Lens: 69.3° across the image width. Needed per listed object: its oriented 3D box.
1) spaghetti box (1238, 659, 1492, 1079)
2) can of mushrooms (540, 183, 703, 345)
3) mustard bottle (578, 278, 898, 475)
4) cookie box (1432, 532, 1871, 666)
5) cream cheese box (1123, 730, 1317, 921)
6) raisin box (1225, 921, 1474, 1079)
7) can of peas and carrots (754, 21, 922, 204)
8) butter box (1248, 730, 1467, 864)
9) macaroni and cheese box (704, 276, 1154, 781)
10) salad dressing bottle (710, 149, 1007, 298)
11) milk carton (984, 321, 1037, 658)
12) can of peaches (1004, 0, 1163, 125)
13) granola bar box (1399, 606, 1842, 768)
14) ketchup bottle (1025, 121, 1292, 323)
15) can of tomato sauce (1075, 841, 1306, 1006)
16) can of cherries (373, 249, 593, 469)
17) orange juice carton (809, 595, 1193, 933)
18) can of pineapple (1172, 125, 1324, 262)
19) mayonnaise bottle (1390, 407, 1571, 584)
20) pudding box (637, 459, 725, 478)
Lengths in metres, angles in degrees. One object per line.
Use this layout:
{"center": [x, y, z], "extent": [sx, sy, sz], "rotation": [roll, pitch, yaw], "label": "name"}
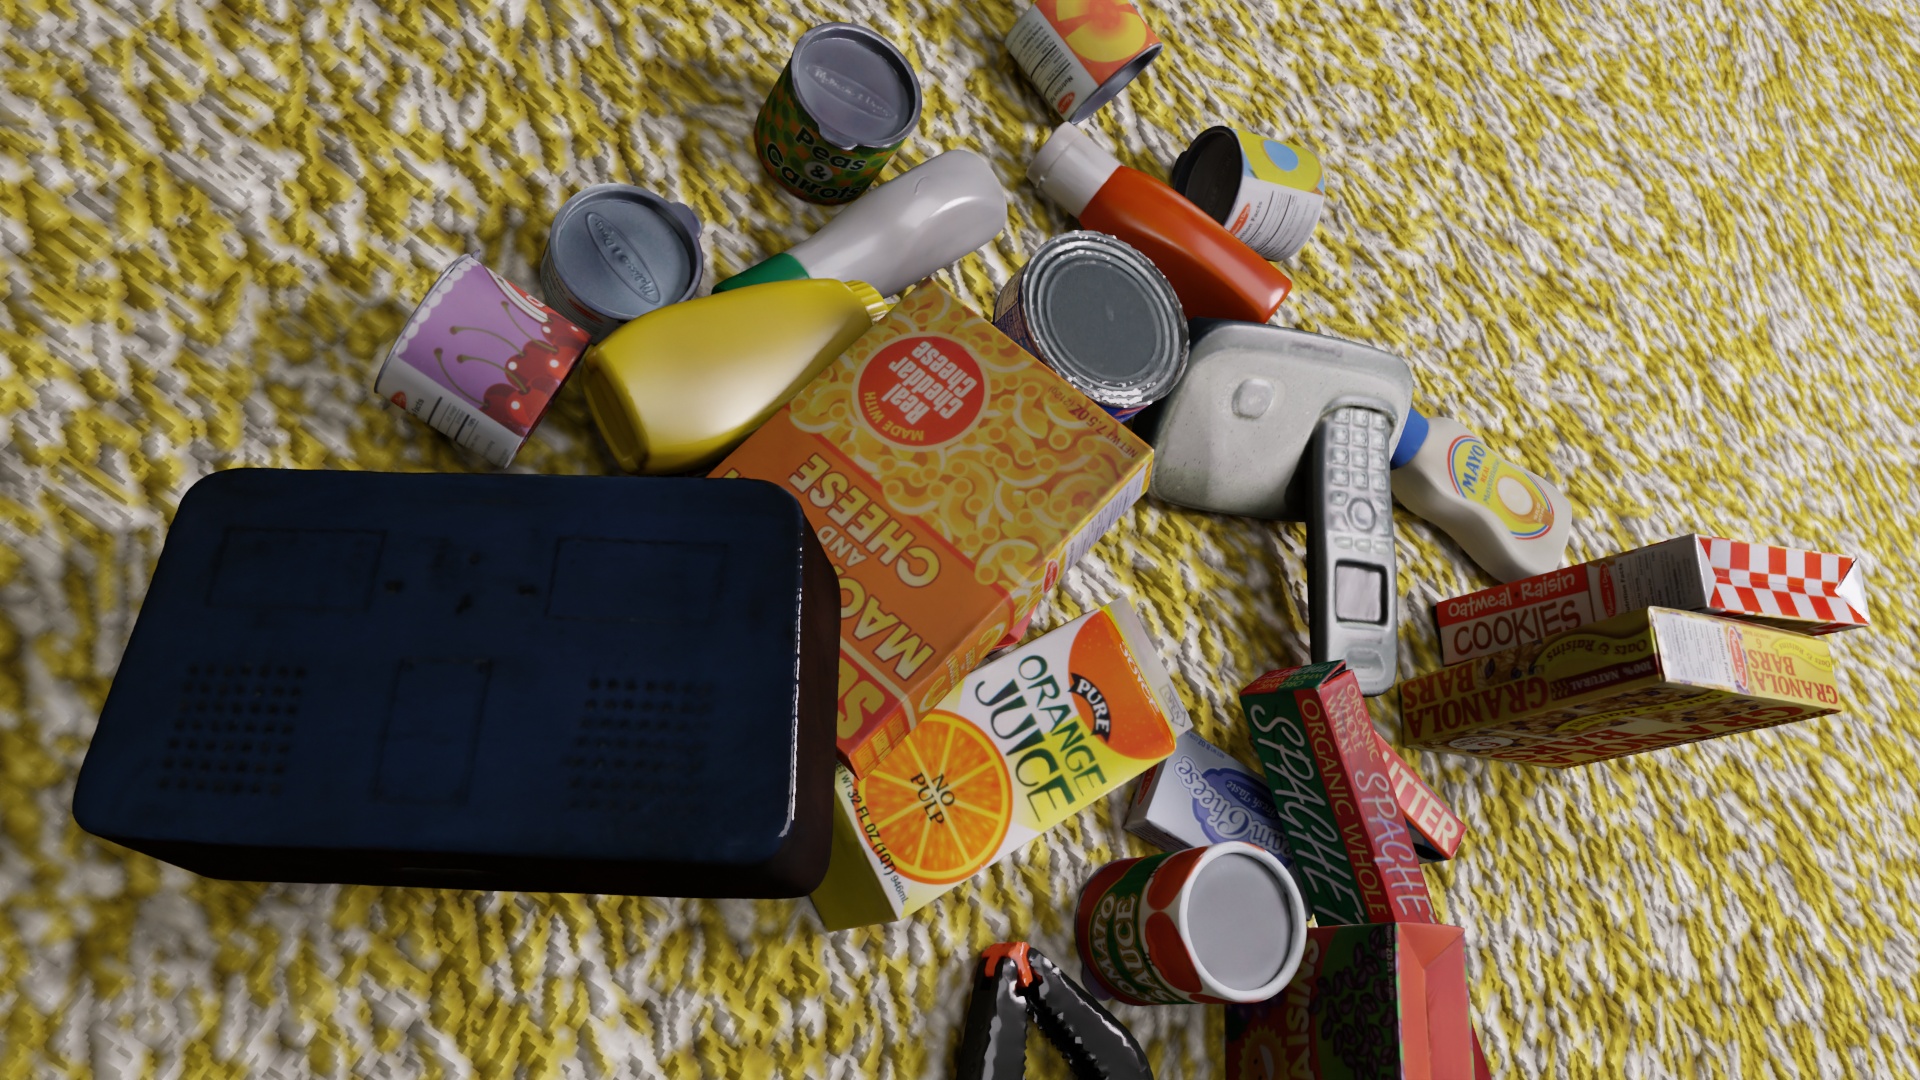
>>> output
{"center": [0.194, 0.178, 0.648], "extent": [0.029, 0.050, 0.249], "rotation": [-22, 94, -38], "label": "spaghetti box"}
{"center": [-0.148, -0.121, 0.612], "extent": [0.071, 0.033, 0.071], "rotation": [9, 69, -24], "label": "can of mushrooms"}
{"center": [-0.078, -0.078, 0.588], "extent": [0.161, 0.048, 0.065], "rotation": [-25, 89, -34], "label": "mustard bottle"}
{"center": [0.359, 0.038, 0.737], "extent": [0.123, 0.167, 0.040], "rotation": [6, 74, -26], "label": "cookie box"}
{"center": [0.131, 0.137, 0.670], "extent": [0.104, 0.024, 0.053], "rotation": [33, 62, -14], "label": "cream cheese box"}
{"center": [0.165, 0.212, 0.604], "extent": [0.040, 0.123, 0.086], "rotation": [11, 68, -22], "label": "raisin box"}
{"center": [-0.060, -0.202, 0.670], "extent": [0.071, 0.058, 0.071], "rotation": [8, 70, -24], "label": "can of peas and carrots"}
{"center": [0.197, 0.120, 0.692], "extent": [0.103, 0.053, 0.024], "rotation": [46, 57, -6], "label": "butter box"}
{"center": [-0.025, -0.008, 0.546], "extent": [0.124, 0.040, 0.167], "rotation": [40, 73, 19], "label": "macaroni and cheese box"}
{"center": [-0.047, -0.135, 0.655], "extent": [0.148, 0.064, 0.044], "rotation": [-33, 79, -24], "label": "salad dressing bottle"}
{"center": [0.002, -0.008, 0.626], "extent": [0.073, 0.072, 0.191], "rotation": [34, 61, -13], "label": "milk carton"}
{"center": [0.068, -0.270, 0.754], "extent": [0.071, 0.071, 0.058], "rotation": [-41, 93, -31], "label": "can of peaches"}
{"center": [0.328, 0.079, 0.708], "extent": [0.124, 0.165, 0.039], "rotation": [10, 68, -24], "label": "granola bar box"}
{"center": [0.103, -0.162, 0.739], "extent": [0.149, 0.064, 0.044], "rotation": [39, 73, -1], "label": "ketchup bottle"}
{"center": [0.098, 0.170, 0.608], "extent": [0.071, 0.082, 0.071], "rotation": [9, 69, -25], "label": "can of tomato sauce"}
{"center": [-0.188, -0.073, 0.555], "extent": [0.058, 0.071, 0.072], "rotation": [33, 61, -14], "label": "can of cherries"}
{"center": [0.019, 0.089, 0.601], "extent": [0.193, 0.072, 0.072], "rotation": [-24, 84, -32], "label": "orange juice carton"}
{"center": [0.159, -0.194, 0.774], "extent": [0.058, 0.070, 0.071], "rotation": [6, 71, -26], "label": "can of pineapple"}
{"center": [0.283, -0.035, 0.796], "extent": [0.148, 0.041, 0.065], "rotation": [33, 63, -14], "label": "mayonnaise bottle"}
{"center": [-0.109, -0.015, 0.597], "extent": [0.050, 0.030, 0.084], "rotation": [-4, 75, -29], "label": "pudding box"}
